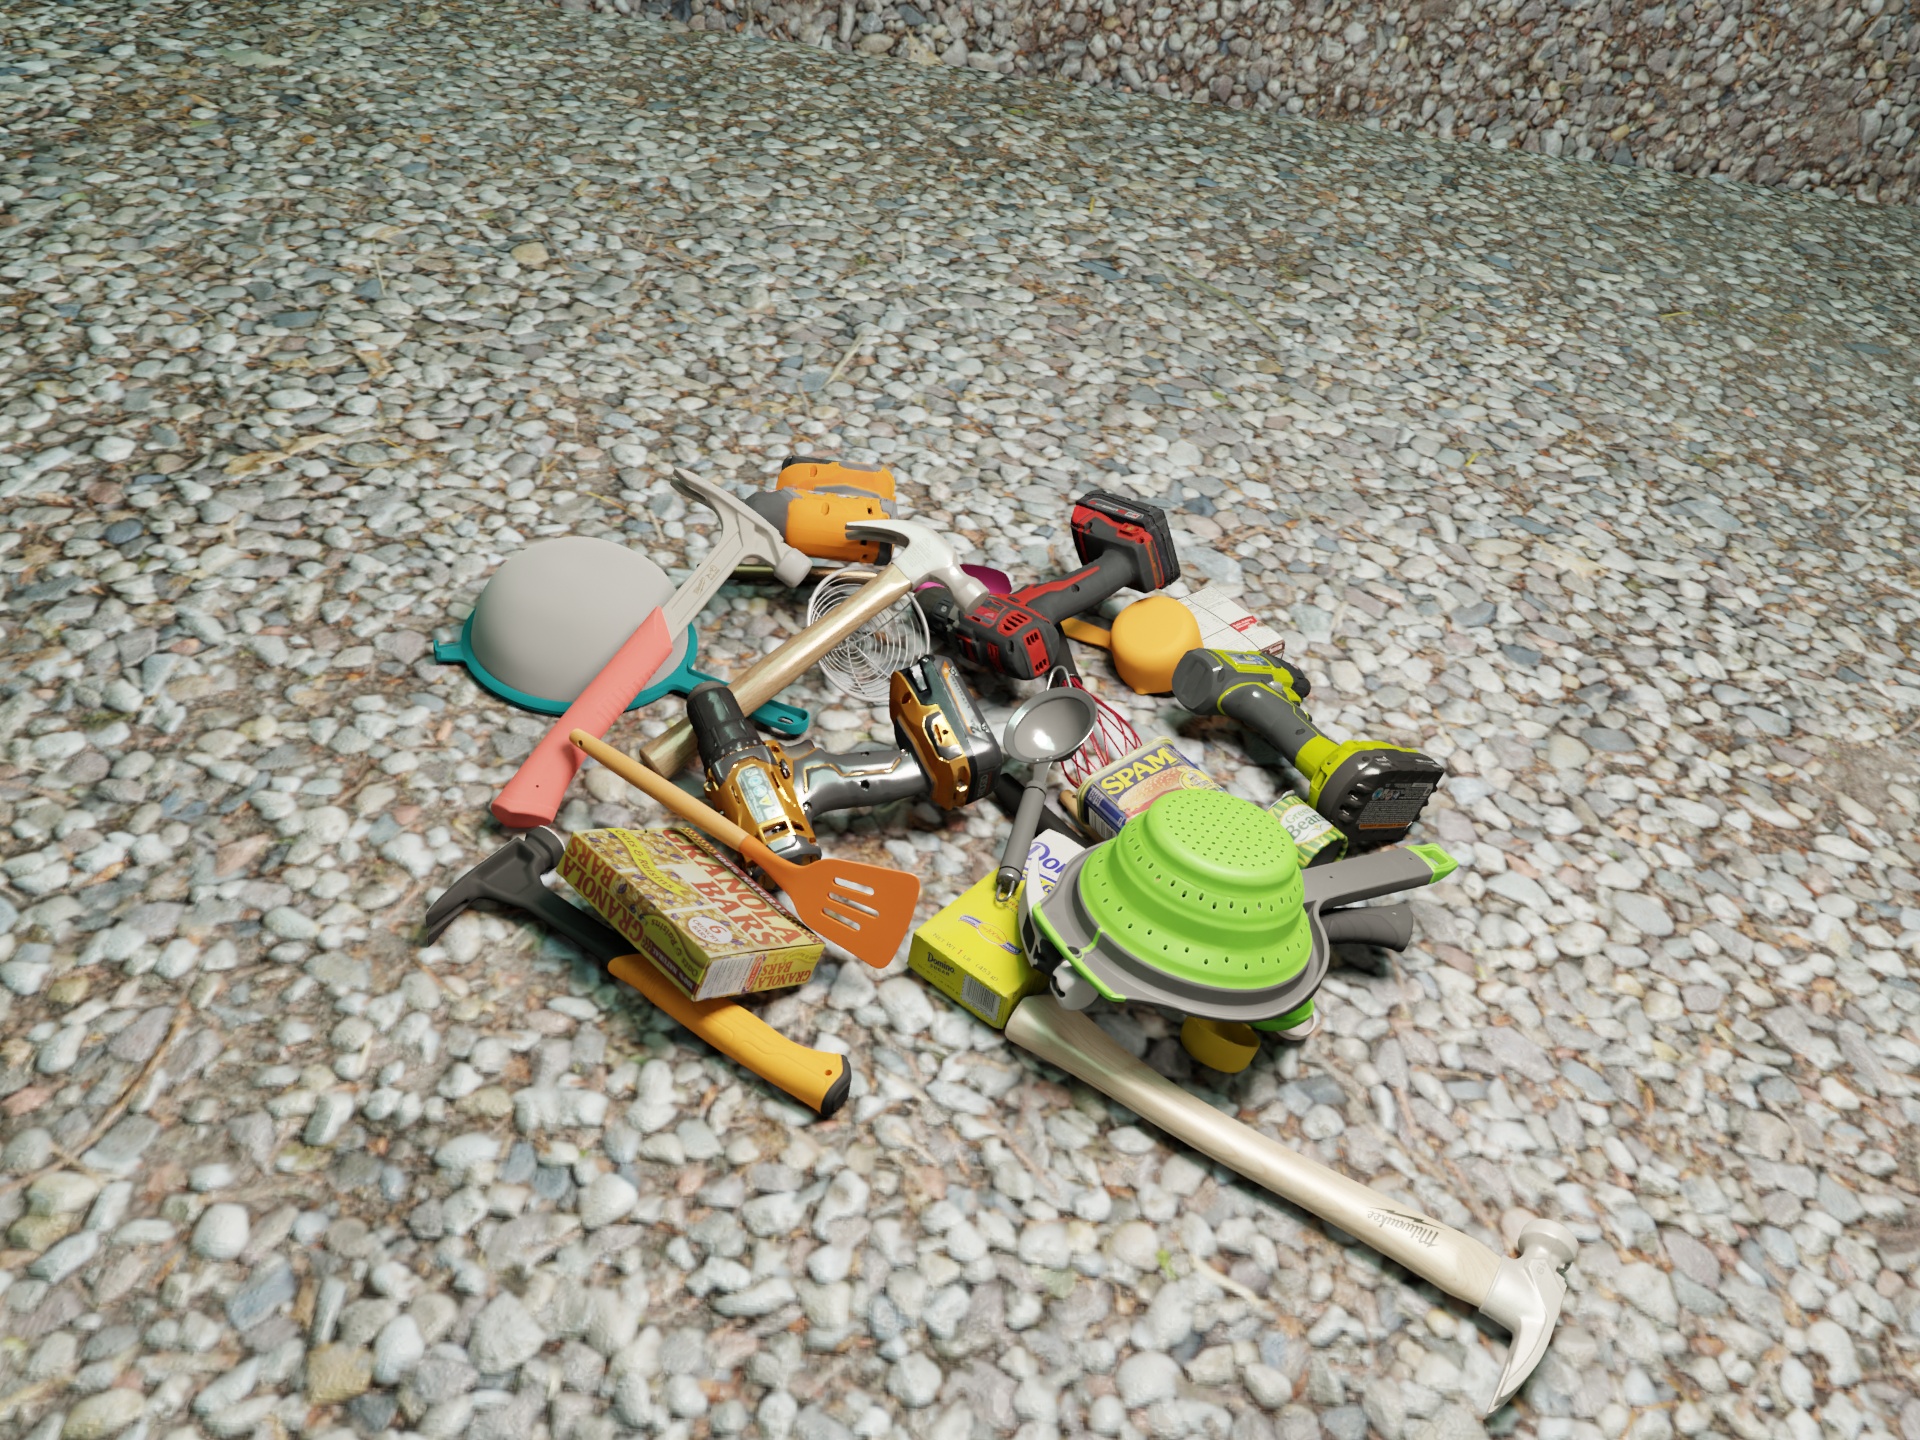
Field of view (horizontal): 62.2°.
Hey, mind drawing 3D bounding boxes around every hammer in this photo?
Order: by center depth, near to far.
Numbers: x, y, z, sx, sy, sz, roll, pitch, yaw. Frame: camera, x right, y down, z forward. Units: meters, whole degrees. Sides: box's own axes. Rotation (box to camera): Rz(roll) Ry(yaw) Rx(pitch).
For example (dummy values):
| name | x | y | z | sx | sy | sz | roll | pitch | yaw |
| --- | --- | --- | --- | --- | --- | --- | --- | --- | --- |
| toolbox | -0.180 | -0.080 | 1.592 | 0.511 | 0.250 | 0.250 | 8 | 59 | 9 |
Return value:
| name | x | y | z | sx | sy | sz | roll | pitch | yaw |
| --- | --- | --- | --- | --- | --- | --- | --- | --- | --- |
| hammer | 0.208 | 0.311 | 1.097 | 0.411 | 0.038 | 0.146 | 26 | 43 | 19 |
| hammer | -0.225 | 0.190 | 1.146 | 0.337 | 0.034 | 0.127 | 27 | 41 | 20 |
| hammer | 0.201 | 0.156 | 1.217 | 0.334 | 0.035 | 0.146 | 1 | 32 | -21 |
| hammer | -0.279 | -0.057 | 1.342 | 0.149 | 0.036 | 0.359 | 35 | 60 | -1 |
| hammer | -0.139 | -0.061 | 1.379 | 0.331 | 0.031 | 0.130 | -39 | 76 | -18 |

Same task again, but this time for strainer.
| name | x | y | z | sx | sy | sz | roll | pitch | yaw |
| --- | --- | --- | --- | --- | --- | --- | --- | --- | --- |
| strainer | 0.063 | 0.055 | 1.304 | 0.087 | 0.050 | 0.259 | -9 | 37 | 26 |
| strainer | -0.284 | -0.081 | 1.416 | 0.340 | 0.095 | 0.211 | 21 | 40 | 15 |

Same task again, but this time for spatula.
| name | x | y | z | sx | sy | sz | roll | pitch | yaw |
| --- | --- | --- | --- | --- | --- | --- | --- | --- | --- |
| spatula | -0.176 | 0.082 | 1.212 | 0.323 | 0.081 | 0.041 | 29 | 18 | 24 |

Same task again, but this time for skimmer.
| name | x | y | z | sx | sy | sz | roll | pitch | yaw |
| --- | --- | --- | --- | --- | --- | --- | --- | --- | --- |
| skimmer | -0.002 | -0.004 | 1.389 | 0.127 | 0.090 | 0.364 | -23 | 49 | -34 |

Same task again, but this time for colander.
| name | x | y | z | sx | sy | sz | roll | pitch | yaw |
| --- | --- | --- | --- | --- | --- | --- | --- | --- | --- |
| colander | 0.245 | 0.106 | 1.190 | 0.397 | 0.094 | 0.205 | -8 | 37 | -33 |

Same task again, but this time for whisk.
| name | x | y | z | sx | sy | sz | roll | pitch | yaw |
| --- | --- | --- | --- | --- | --- | --- | --- | --- | --- |
| whisk | 0.107 | -0.023 | 1.463 | 0.073 | 0.073 | 0.296 | 0 | 34 | -13 |

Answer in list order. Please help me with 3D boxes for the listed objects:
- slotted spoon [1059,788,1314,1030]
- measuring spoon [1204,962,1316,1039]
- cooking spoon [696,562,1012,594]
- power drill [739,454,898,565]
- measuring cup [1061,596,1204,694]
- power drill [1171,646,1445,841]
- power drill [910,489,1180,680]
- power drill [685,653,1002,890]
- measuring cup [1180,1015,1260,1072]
| name | x | y | z | sx | sy | sz | roll | pitch | yaw |
| --- | --- | --- | --- | --- | --- | --- | --- | --- | --- |
| slotted spoon | 0.169 | 0.148 | 1.280 | 0.070 | 0.031 | 0.314 | -9 | 37 | -30 |
| measuring spoon | 0.217 | 0.215 | 1.235 | 0.124 | 0.018 | 0.034 | 24 | 49 | 27 |
| cooking spoon | -0.104 | -0.145 | 1.594 | 0.318 | 0.017 | 0.069 | 1 | 39 | -13 |
| power drill | -0.142 | -0.205 | 1.550 | 0.164 | 0.084 | 0.227 | 6 | 16 | -3 |
| measuring cup | 0.151 | -0.089 | 1.540 | 0.174 | 0.052 | 0.095 | 19 | 65 | 25 |
| power drill | 0.318 | 0.012 | 1.441 | 0.171 | 0.080 | 0.223 | 2 | 33 | -42 |
| power drill | 0.077 | -0.131 | 1.525 | 0.227 | 0.080 | 0.188 | -35 | 35 | -22 |
| power drill | -0.102 | 0.020 | 1.301 | 0.226 | 0.084 | 0.185 | -21 | 63 | -17 |
| measuring cup | 0.160 | 0.218 | 1.208 | 0.062 | 0.029 | 0.157 | 11 | 15 | -44 |
